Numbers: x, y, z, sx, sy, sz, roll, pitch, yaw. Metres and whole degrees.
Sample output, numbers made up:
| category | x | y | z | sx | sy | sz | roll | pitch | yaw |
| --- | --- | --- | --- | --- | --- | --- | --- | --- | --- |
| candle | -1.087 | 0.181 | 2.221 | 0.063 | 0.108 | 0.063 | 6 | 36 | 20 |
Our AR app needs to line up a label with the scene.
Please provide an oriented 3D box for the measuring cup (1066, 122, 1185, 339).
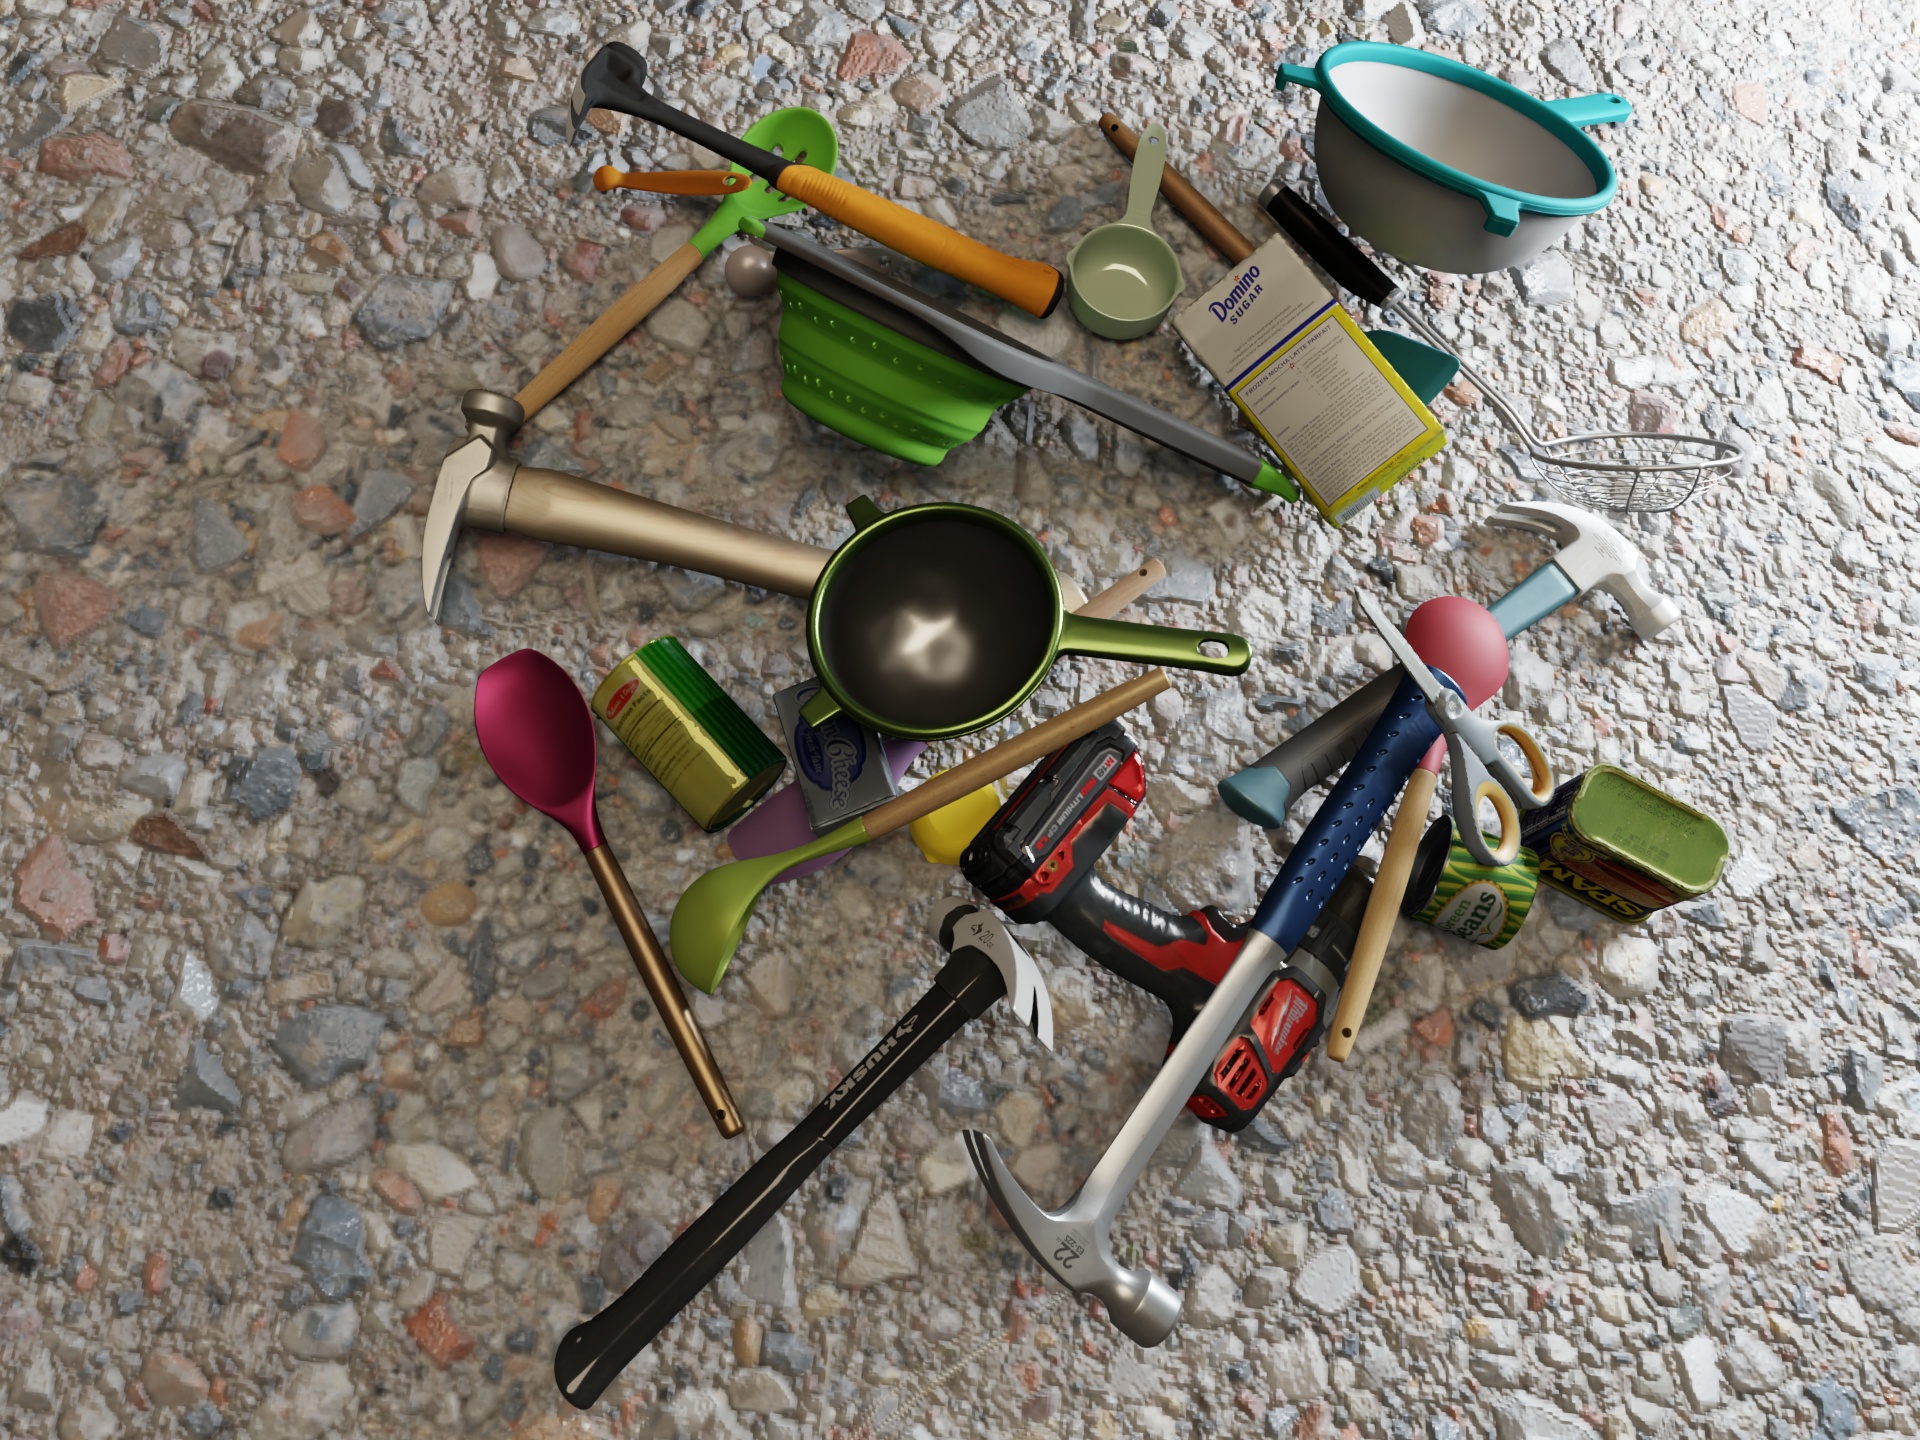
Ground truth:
| category | x | y | z | sx | sy | sz | roll | pitch | yaw |
| --- | --- | --- | --- | --- | --- | --- | --- | --- | --- |
| measuring cup | 0.119 | -0.337 | 1.100 | 0.083 | 0.038 | 0.168 | 14 | 69 | -1 |

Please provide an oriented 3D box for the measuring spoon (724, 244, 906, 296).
| category | x | y | z | sx | sy | sz | roll | pitch | yaw |
| --- | --- | --- | --- | --- | --- | --- | --- | --- | --- |
| measuring spoon | -0.096 | -0.304 | 1.068 | 0.124 | 0.034 | 0.018 | -9 | 34 | -13 |

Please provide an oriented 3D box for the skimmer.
| category | x | y | z | sx | sy | sz | roll | pitch | yaw |
| --- | --- | --- | --- | --- | --- | --- | --- | --- | --- |
| skimmer | 0.354 | -0.267 | 1.073 | 0.363 | 0.090 | 0.127 | 47 | 38 | 13 |

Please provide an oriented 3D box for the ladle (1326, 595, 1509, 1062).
| category | x | y | z | sx | sy | sz | roll | pitch | yaw |
| --- | --- | --- | --- | --- | --- | --- | --- | --- | --- |
| ladle | 0.267 | 0.054 | 0.945 | 0.069 | 0.031 | 0.315 | 23 | 68 | 1 |

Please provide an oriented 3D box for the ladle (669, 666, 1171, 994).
| category | x | y | z | sx | sy | sz | roll | pitch | yaw |
| --- | --- | --- | --- | --- | --- | --- | --- | --- | --- |
| ladle | -0.023 | 0.059 | 0.887 | 0.320 | 0.078 | 0.062 | -27 | 96 | 7 |

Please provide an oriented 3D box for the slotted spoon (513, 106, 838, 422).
| category | x | y | z | sx | sy | sz | roll | pitch | yaw |
| --- | --- | --- | --- | --- | --- | --- | --- | --- | --- |
| slotted spoon | -0.197 | -0.297 | 1.059 | 0.070 | 0.031 | 0.314 | 40 | 74 | 8 |

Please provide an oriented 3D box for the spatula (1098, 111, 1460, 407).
| category | x | y | z | sx | sy | sz | roll | pitch | yaw |
| --- | --- | --- | --- | --- | --- | --- | --- | --- | --- |
| spatula | 0.204 | -0.317 | 1.097 | 0.082 | 0.044 | 0.317 | -45 | 78 | 12 |

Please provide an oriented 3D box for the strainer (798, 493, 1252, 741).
| category | x | y | z | sx | sy | sz | roll | pitch | yaw |
| --- | --- | --- | --- | --- | --- | --- | --- | --- | --- |
| strainer | 0.040 | -0.042 | 0.932 | 0.256 | 0.069 | 0.152 | 7 | 70 | 9 |

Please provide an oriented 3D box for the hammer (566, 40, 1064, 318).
| category | x | y | z | sx | sy | sz | roll | pitch | yaw |
| --- | --- | --- | --- | --- | --- | --- | --- | --- | --- |
| hammer | -0.087 | -0.340 | 1.032 | 0.336 | 0.034 | 0.127 | 21 | 35 | -13 |

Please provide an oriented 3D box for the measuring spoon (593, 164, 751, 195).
| category | x | y | z | sx | sy | sz | roll | pitch | yaw |
| --- | --- | --- | --- | --- | --- | --- | --- | --- | --- |
| measuring spoon | -0.195 | -0.365 | 1.070 | 0.117 | 0.011 | 0.021 | 7 | 65 | 16 |

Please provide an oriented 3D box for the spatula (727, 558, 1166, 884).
| category | x | y | z | sx | sy | sz | roll | pitch | yaw |
| --- | --- | --- | --- | --- | --- | --- | --- | --- | --- |
| spatula | -0.002 | -0.003 | 0.967 | 0.316 | 0.018 | 0.060 | -36 | 64 | -8 |

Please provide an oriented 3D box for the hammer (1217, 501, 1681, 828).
| category | x | y | z | sx | sy | sz | roll | pitch | yaw |
| --- | --- | --- | --- | --- | --- | --- | --- | --- | --- |
| hammer | 0.305 | -0.031 | 1.020 | 0.331 | 0.033 | 0.128 | -33 | 79 | -15 |

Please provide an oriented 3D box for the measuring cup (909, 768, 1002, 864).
| category | x | y | z | sx | sy | sz | roll | pitch | yaw |
| --- | --- | --- | --- | --- | --- | --- | --- | --- | --- |
| measuring cup | 0.040 | 0.081 | 0.956 | 0.156 | 0.029 | 0.062 | 30 | 72 | 6 |

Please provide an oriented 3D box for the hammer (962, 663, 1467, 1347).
| category | x | y | z | sx | sy | sz | roll | pitch | yaw |
| --- | --- | --- | --- | --- | --- | --- | --- | --- | --- |
| hammer | 0.159 | 0.127 | 0.873 | 0.144 | 0.035 | 0.405 | 40 | 71 | -7 |

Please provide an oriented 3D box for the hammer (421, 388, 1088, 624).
| category | x | y | z | sx | sy | sz | roll | pitch | yaw |
| --- | --- | --- | --- | --- | --- | --- | --- | --- | --- |
| hammer | -0.123 | -0.091 | 0.990 | 0.410 | 0.038 | 0.146 | 12 | 79 | -4 |

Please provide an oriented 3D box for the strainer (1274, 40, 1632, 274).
| category | x | y | z | sx | sy | sz | roll | pitch | yaw |
| --- | --- | --- | --- | --- | --- | --- | --- | --- | --- |
| strainer | 0.363 | -0.381 | 1.104 | 0.340 | 0.095 | 0.211 | -24 | 59 | -40 |

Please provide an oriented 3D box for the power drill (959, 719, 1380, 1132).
| category | x | y | z | sx | sy | sz | roll | pitch | yaw |
| --- | --- | --- | --- | --- | --- | --- | --- | --- | --- |
| power drill | 0.134 | 0.100 | 0.928 | 0.226 | 0.080 | 0.188 | 43 | 70 | -3 |

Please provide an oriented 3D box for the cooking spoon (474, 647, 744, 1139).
| category | x | y | z | sx | sy | sz | roll | pitch | yaw |
| --- | --- | --- | --- | --- | --- | --- | --- | --- | --- |
| cooking spoon | -0.203 | 0.099 | 0.932 | 0.069 | 0.017 | 0.319 | -29 | 77 | 0 |

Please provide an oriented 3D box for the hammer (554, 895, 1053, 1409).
| category | x | y | z | sx | sy | sz | roll | pitch | yaw |
| --- | --- | --- | --- | --- | --- | --- | --- | --- | --- |
| hammer | -0.086 | 0.236 | 0.854 | 0.335 | 0.146 | 0.035 | -44 | 113 | -8 |

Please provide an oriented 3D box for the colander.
| category | x | y | z | sx | sy | sz | roll | pitch | yaw |
| --- | --- | --- | --- | --- | --- | --- | --- | --- | --- |
| colander | 0.028 | -0.192 | 1.011 | 0.397 | 0.205 | 0.094 | 22 | 105 | -15 |
